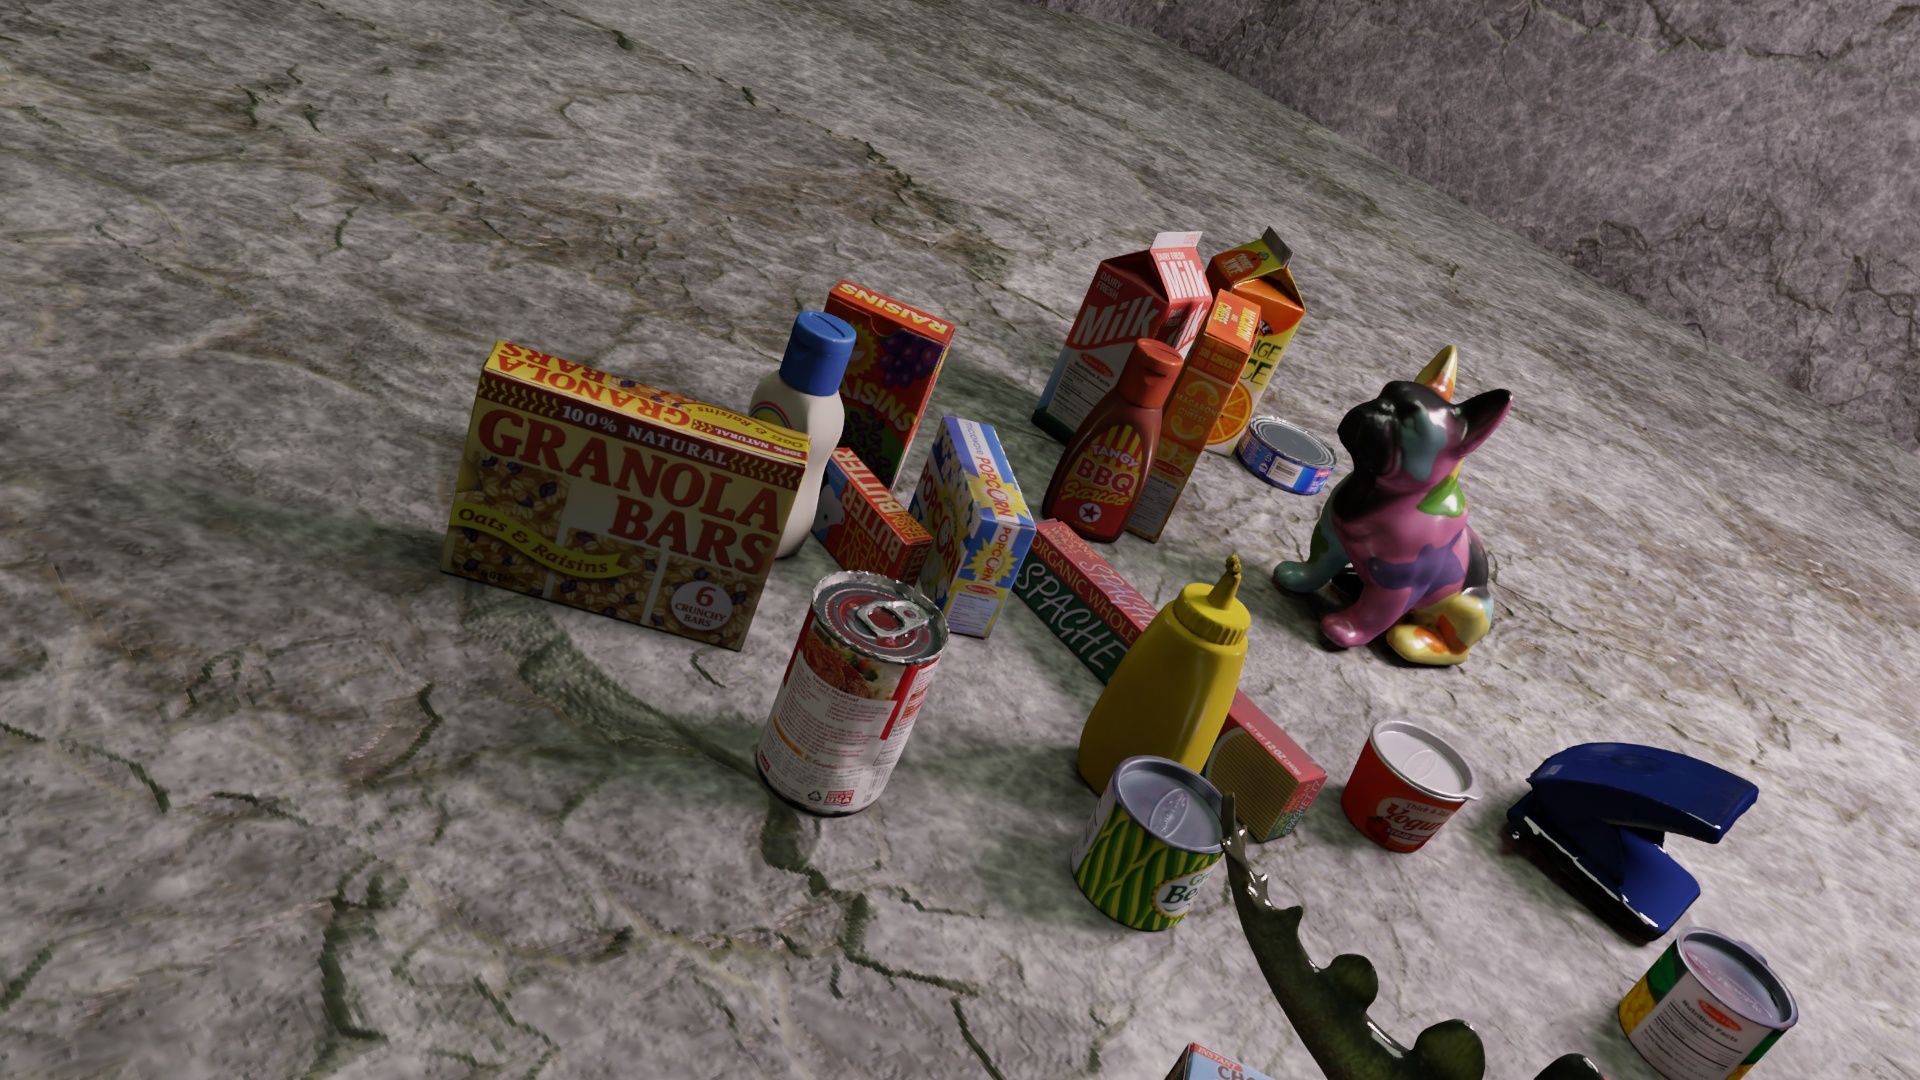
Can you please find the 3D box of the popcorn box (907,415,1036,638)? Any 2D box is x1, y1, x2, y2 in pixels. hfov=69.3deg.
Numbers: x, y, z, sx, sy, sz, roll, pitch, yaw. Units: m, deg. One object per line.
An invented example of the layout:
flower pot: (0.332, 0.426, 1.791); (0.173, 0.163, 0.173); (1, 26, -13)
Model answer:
popcorn box: (0.003, -0.011, 0.878); (0.038, 0.084, 0.127); (12, 30, -20)

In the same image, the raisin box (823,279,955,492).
raisin box: (-0.065, -0.104, 0.946); (0.086, 0.122, 0.040); (23, 28, 0)

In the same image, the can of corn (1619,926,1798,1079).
can of corn: (0.400, 0.251, 0.745); (0.071, 0.058, 0.071); (18, 29, -10)

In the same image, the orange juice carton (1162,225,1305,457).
orange juice carton: (0.237, -0.178, 1.215); (0.073, 0.191, 0.072); (15, 29, -14)

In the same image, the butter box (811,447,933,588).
butter box: (-0.060, -0.009, 0.862); (0.024, 0.053, 0.104); (-5, 39, -41)

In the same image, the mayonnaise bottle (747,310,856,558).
mayonnaise bottle: (-0.102, -0.064, 0.827); (0.065, 0.147, 0.041); (38, 32, 26)

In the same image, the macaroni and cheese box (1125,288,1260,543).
macaroni and cheese box: (0.175, -0.096, 1.060); (0.040, 0.165, 0.124); (25, 28, 4)

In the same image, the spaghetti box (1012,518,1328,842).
spaghetti box: (0.116, 0.077, 0.845); (0.029, 0.050, 0.251); (-5, 39, -41)

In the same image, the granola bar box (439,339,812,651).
granola bar box: (-0.175, -0.020, 0.725); (0.166, 0.123, 0.039); (17, 29, -12)

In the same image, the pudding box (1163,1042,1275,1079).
pudding box: (0.120, 0.245, 0.565); (0.084, 0.049, 0.030); (25, 28, 3)

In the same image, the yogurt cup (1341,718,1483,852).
yogurt cup: (0.264, 0.148, 0.828); (0.072, 0.053, 0.073); (18, 29, -10)

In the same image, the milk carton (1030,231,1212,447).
milk carton: (0.137, -0.162, 1.120); (0.073, 0.189, 0.072); (38, 32, 26)

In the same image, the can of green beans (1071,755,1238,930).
can of green beans: (0.096, 0.152, 0.697); (0.071, 0.057, 0.071); (18, 29, -10)

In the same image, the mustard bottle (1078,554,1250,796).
mustard bottle: (0.117, 0.073, 0.738); (0.065, 0.159, 0.049); (38, 32, 26)

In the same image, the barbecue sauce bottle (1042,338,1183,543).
barbecue sauce bottle: (0.113, -0.072, 0.993); (0.065, 0.147, 0.044); (21, 28, -4)
